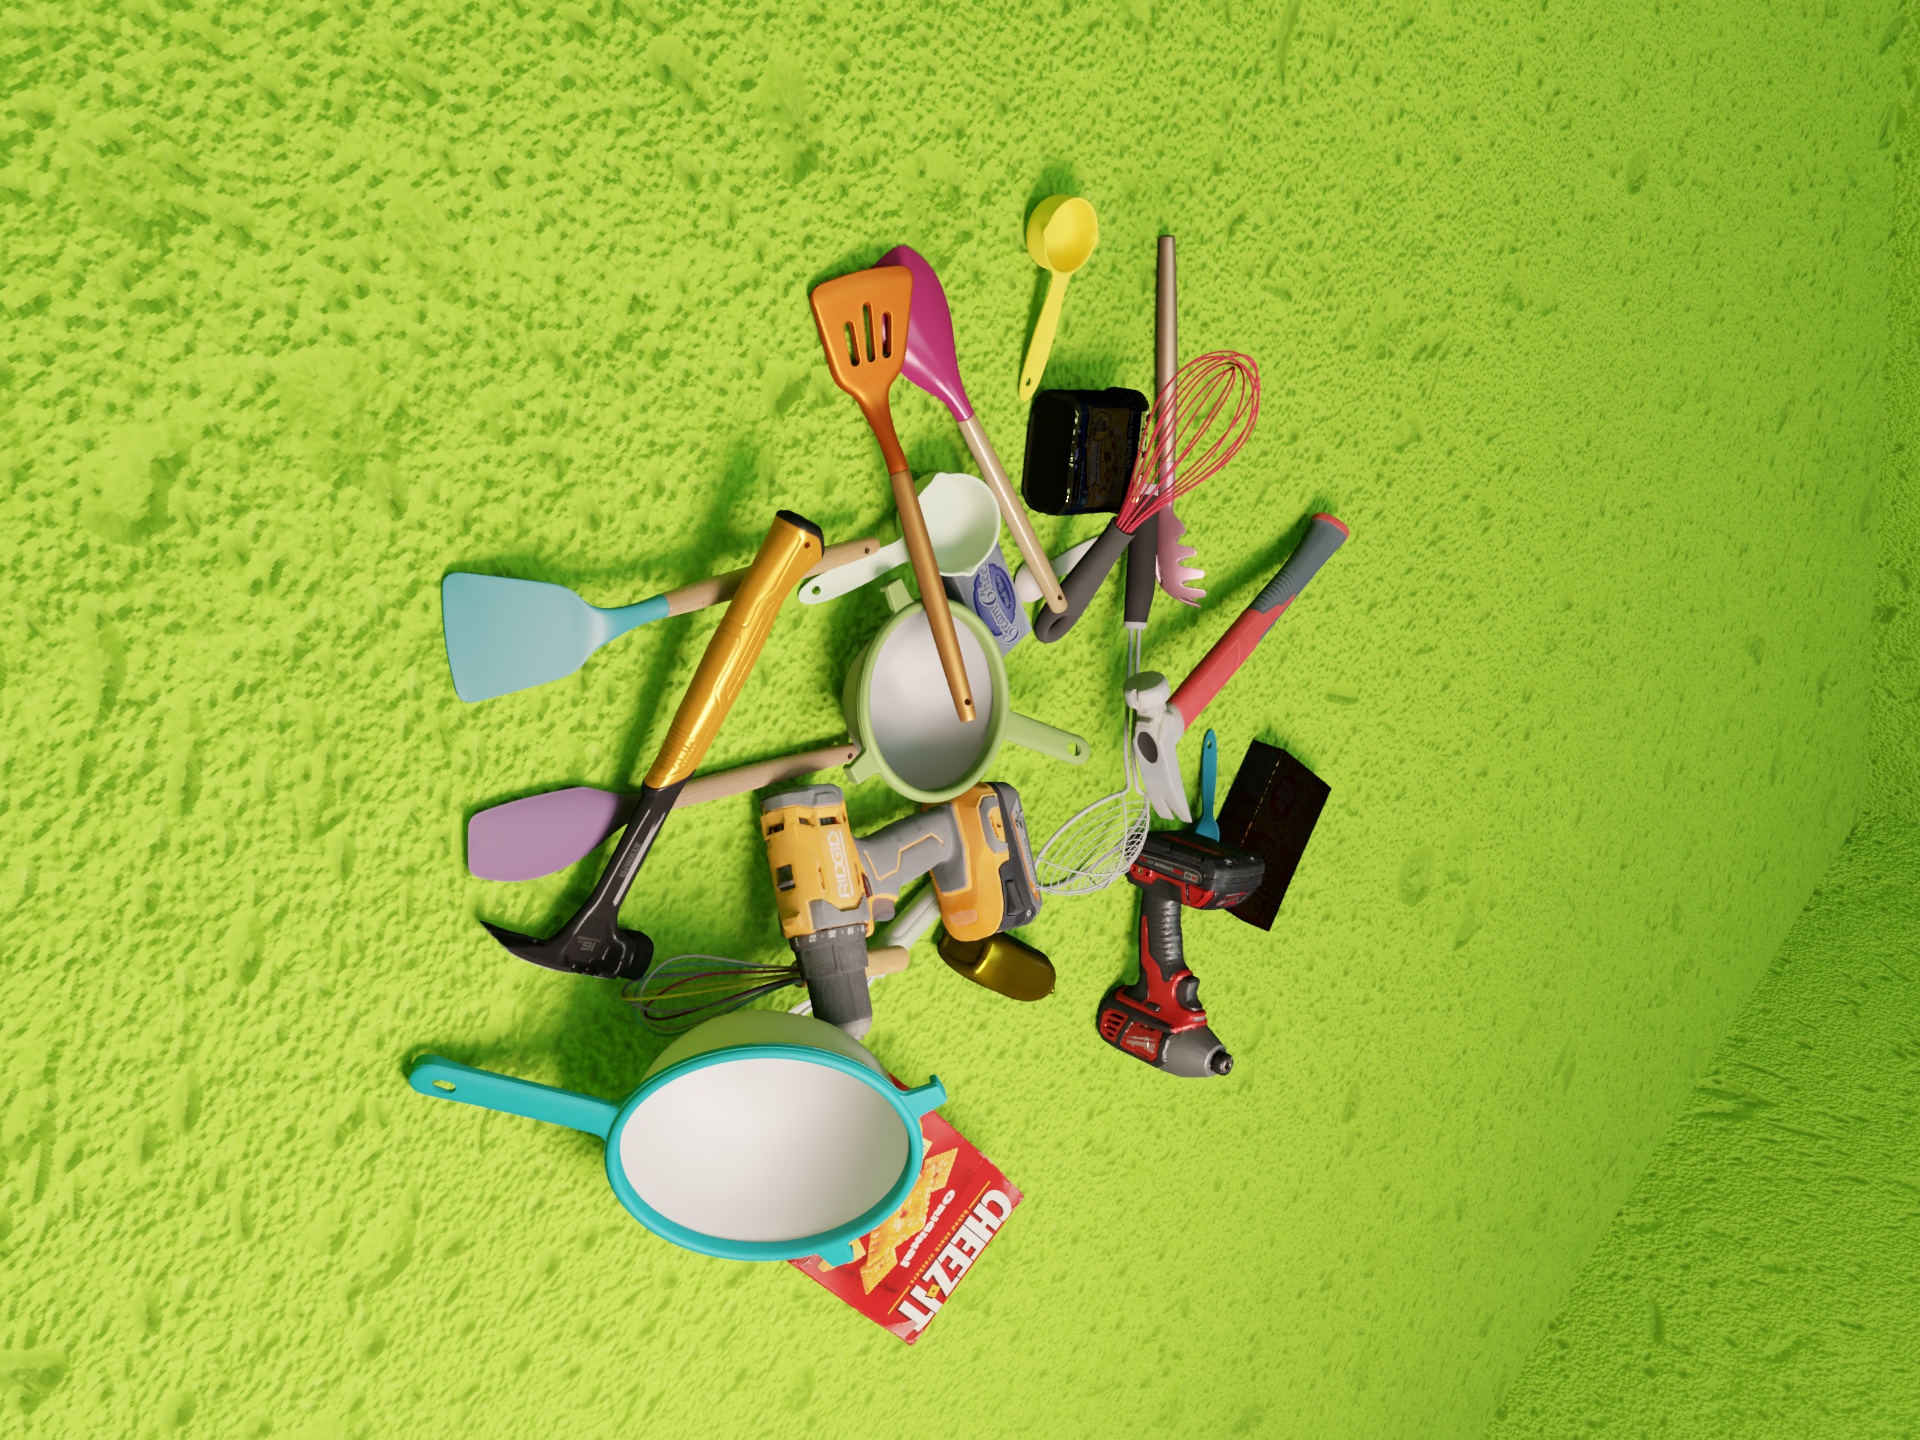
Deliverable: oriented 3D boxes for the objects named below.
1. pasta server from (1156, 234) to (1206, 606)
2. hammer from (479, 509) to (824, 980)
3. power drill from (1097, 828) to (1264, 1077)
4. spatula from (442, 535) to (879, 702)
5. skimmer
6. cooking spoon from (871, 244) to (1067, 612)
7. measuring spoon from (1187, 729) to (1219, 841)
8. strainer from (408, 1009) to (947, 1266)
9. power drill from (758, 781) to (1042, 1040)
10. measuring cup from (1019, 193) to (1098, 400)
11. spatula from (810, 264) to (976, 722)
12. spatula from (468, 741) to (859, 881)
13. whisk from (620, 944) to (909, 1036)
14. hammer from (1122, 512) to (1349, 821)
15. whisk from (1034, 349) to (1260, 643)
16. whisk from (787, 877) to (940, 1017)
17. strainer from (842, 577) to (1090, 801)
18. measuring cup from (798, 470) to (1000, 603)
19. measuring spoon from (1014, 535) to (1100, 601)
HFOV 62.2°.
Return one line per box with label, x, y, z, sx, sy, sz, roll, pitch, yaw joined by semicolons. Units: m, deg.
pasta server;0.183;-0.249;1.355;0.040;0.060;0.316;-5;110;-6
hammer;-0.185;0.014;1.036;0.127;0.034;0.337;23;97;-52
power drill;0.207;0.222;1.485;0.078;0.143;0.219;0;103;-43
spatula;-0.179;-0.085;1.037;0.317;0.044;0.082;-21;120;-41
skimmer;0.123;-0.024;1.386;0.127;0.090;0.363;-1;95;-51
cooking spoon;0.015;-0.207;1.190;0.069;0.017;0.318;-46;126;-24
measuring spoon;0.235;0.072;1.553;0.042;0.021;0.128;-4;99;-44
strainer;-0.192;0.250;1.075;0.340;0.095;0.211;17;121;-15
power drill;-0.042;0.136;1.195;0.226;0.084;0.185;-3;77;-45
measuring cup;0.062;-0.324;1.217;0.062;0.029;0.156;-8;122;-44
spatula;-0.033;-0.153;1.122;0.081;0.041;0.322;-21;101;-26
spatula;-0.192;0.053;1.095;0.316;0.018;0.059;-15;120;-41
whisk;-0.135;0.189;1.159;0.245;0.051;0.047;-2;147;-40
hammer;0.267;-0.069;1.458;0.386;0.038;0.143;-45;129;-39
whisk;0.138;-0.165;1.239;0.073;0.073;0.295;-7;143;-45
whisk;-0.075;0.199;1.253;0.246;0.058;0.059;-46;140;-31
strainer;-0.002;-0.004;1.224;0.256;0.069;0.151;19;78;-45
measuring cup;-0.050;-0.128;1.167;0.167;0.038;0.083;-27;117;-16
measuring spoon;0.092;-0.129;1.320;0.124;0.018;0.034;-29;124;-37
